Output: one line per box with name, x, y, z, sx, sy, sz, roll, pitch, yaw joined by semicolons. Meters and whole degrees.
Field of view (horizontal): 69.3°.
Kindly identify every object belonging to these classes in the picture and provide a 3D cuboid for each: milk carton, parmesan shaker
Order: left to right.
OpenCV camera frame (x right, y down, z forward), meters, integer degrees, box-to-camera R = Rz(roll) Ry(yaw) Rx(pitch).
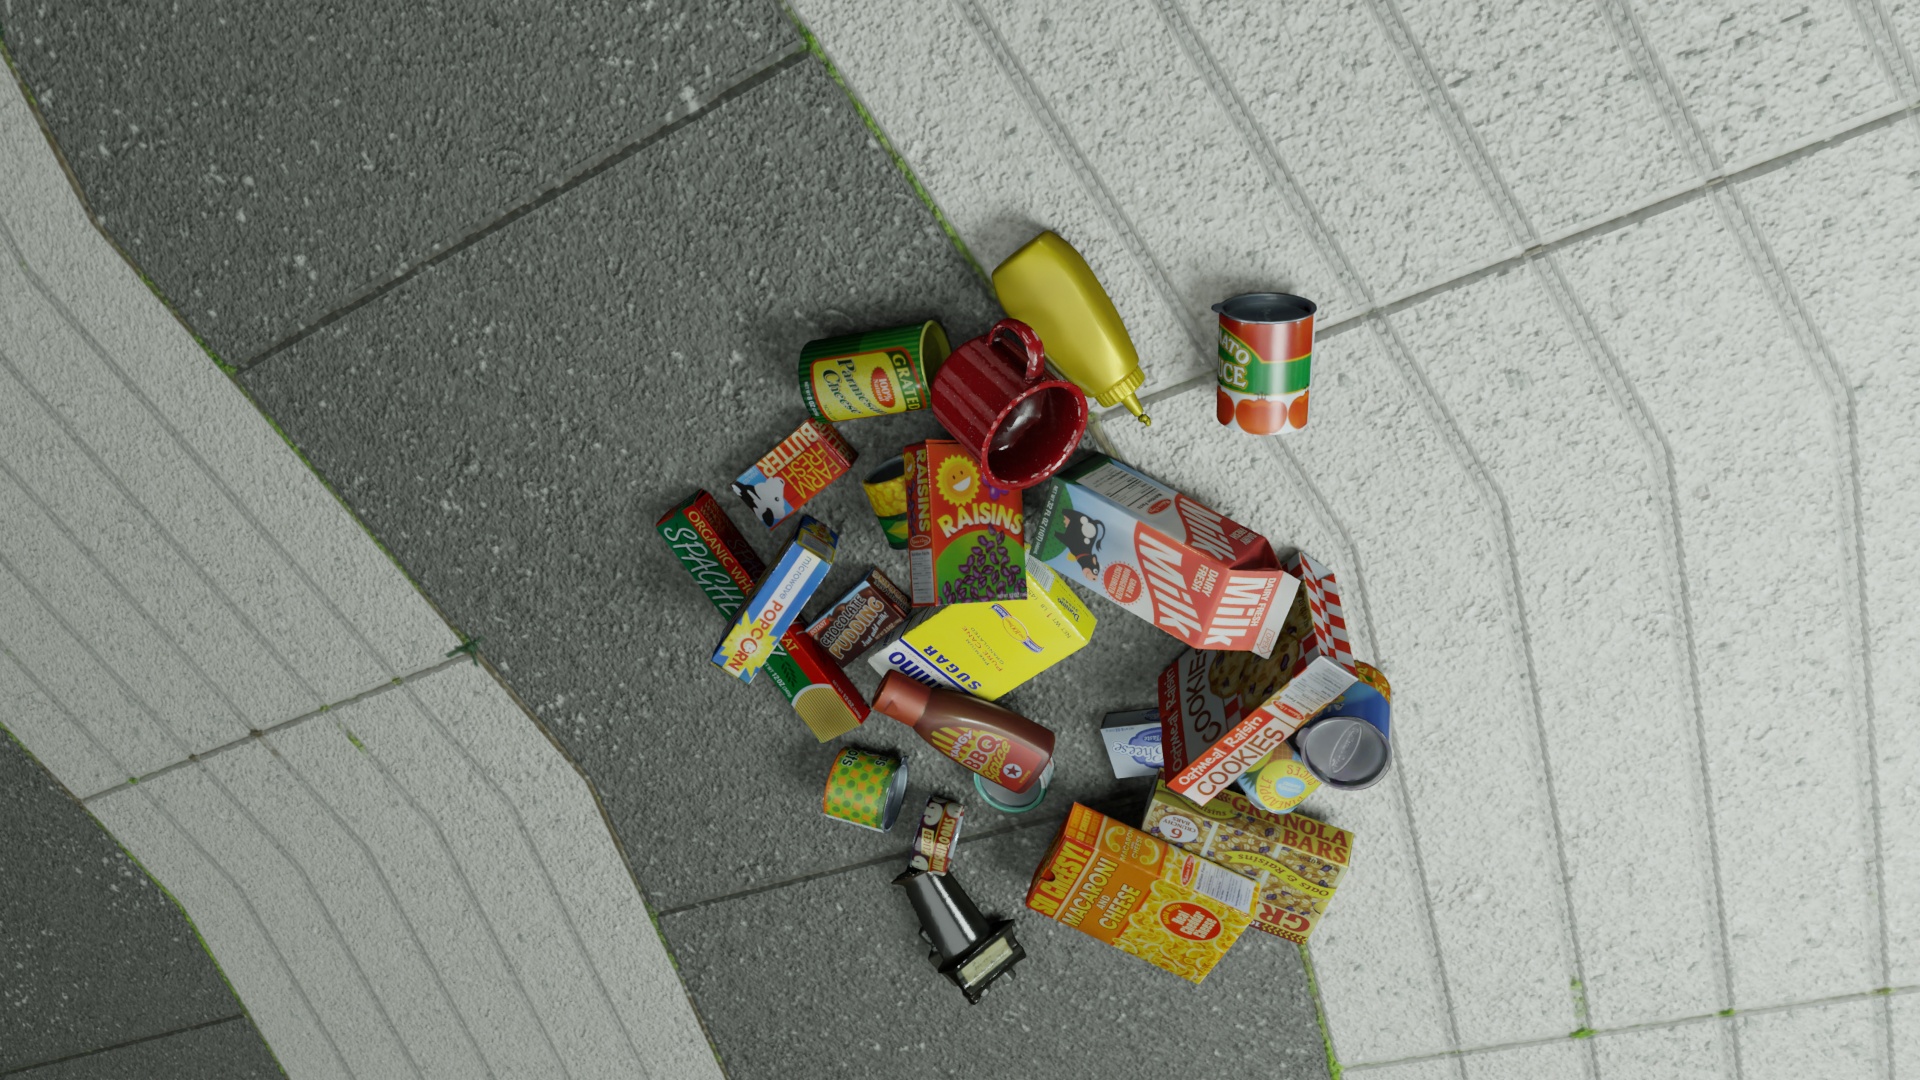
parmesan shaker;-0.063;-0.125;1.057;0.103;0.072;0.071;-6;114;21
milk carton;0.154;0.014;1.023;0.191;0.074;0.072;29;122;23

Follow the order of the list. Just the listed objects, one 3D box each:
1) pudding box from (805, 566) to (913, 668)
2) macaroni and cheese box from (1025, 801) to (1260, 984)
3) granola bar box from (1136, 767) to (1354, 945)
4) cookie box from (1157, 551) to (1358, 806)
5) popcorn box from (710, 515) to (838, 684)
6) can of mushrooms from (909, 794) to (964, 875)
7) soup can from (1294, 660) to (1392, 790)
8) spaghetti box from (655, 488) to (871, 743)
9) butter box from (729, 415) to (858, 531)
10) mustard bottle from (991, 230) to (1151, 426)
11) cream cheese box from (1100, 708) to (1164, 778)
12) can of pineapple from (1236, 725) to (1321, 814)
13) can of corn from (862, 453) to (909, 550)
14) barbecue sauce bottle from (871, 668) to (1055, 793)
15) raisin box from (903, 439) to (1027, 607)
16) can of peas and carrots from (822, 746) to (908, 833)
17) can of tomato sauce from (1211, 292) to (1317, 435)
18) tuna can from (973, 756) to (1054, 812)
pudding box;-0.086;0.065;1.183;0.083;0.030;0.049;-39;99;30
macaroni and cheese box;0.150;0.299;1.171;0.166;0.040;0.123;23;135;3
granola bar box;0.229;0.267;1.165;0.166;0.039;0.123;18;134;8
cookie box;0.218;0.104;1.048;0.040;0.123;0.166;32;123;-17
popcorn box;-0.151;0.047;1.140;0.038;0.085;0.126;34;101;-10
can of mushrooms;-0.021;0.264;1.240;0.033;0.071;0.070;15;120;8
soup can;0.295;0.139;1.067;0.071;0.084;0.071;7;118;14
spaghetti box;-0.171;0.069;1.213;0.050;0.029;0.249;-28;105;27
butter box;-0.137;-0.056;1.140;0.103;0.024;0.053;-35;101;29
mustard bottle;0.089;-0.146;1.007;0.065;0.049;0.160;-30;105;29
cream cheese box;0.174;0.166;1.155;0.103;0.024;0.053;-10;114;22
can of pineapple;0.258;0.176;1.106;0.071;0.071;0.057;36;121;-2
can of corn;-0.035;-0.034;1.094;0.071;0.071;0.058;-15;111;24
barbecue sauce bottle;0.000;0.153;1.143;0.148;0.044;0.064;27;126;-7
raisin box;0.004;-0.013;1.054;0.040;0.086;0.123;-8;85;58
can of peas and carrots;-0.084;0.220;1.242;0.059;0.071;0.070;13;119;12
can of tomato sauce;0.211;-0.123;0.969;0.071;0.071;0.082;4;118;16
tuna can;0.045;0.203;1.210;0.071;0.033;0.070;7;118;14
